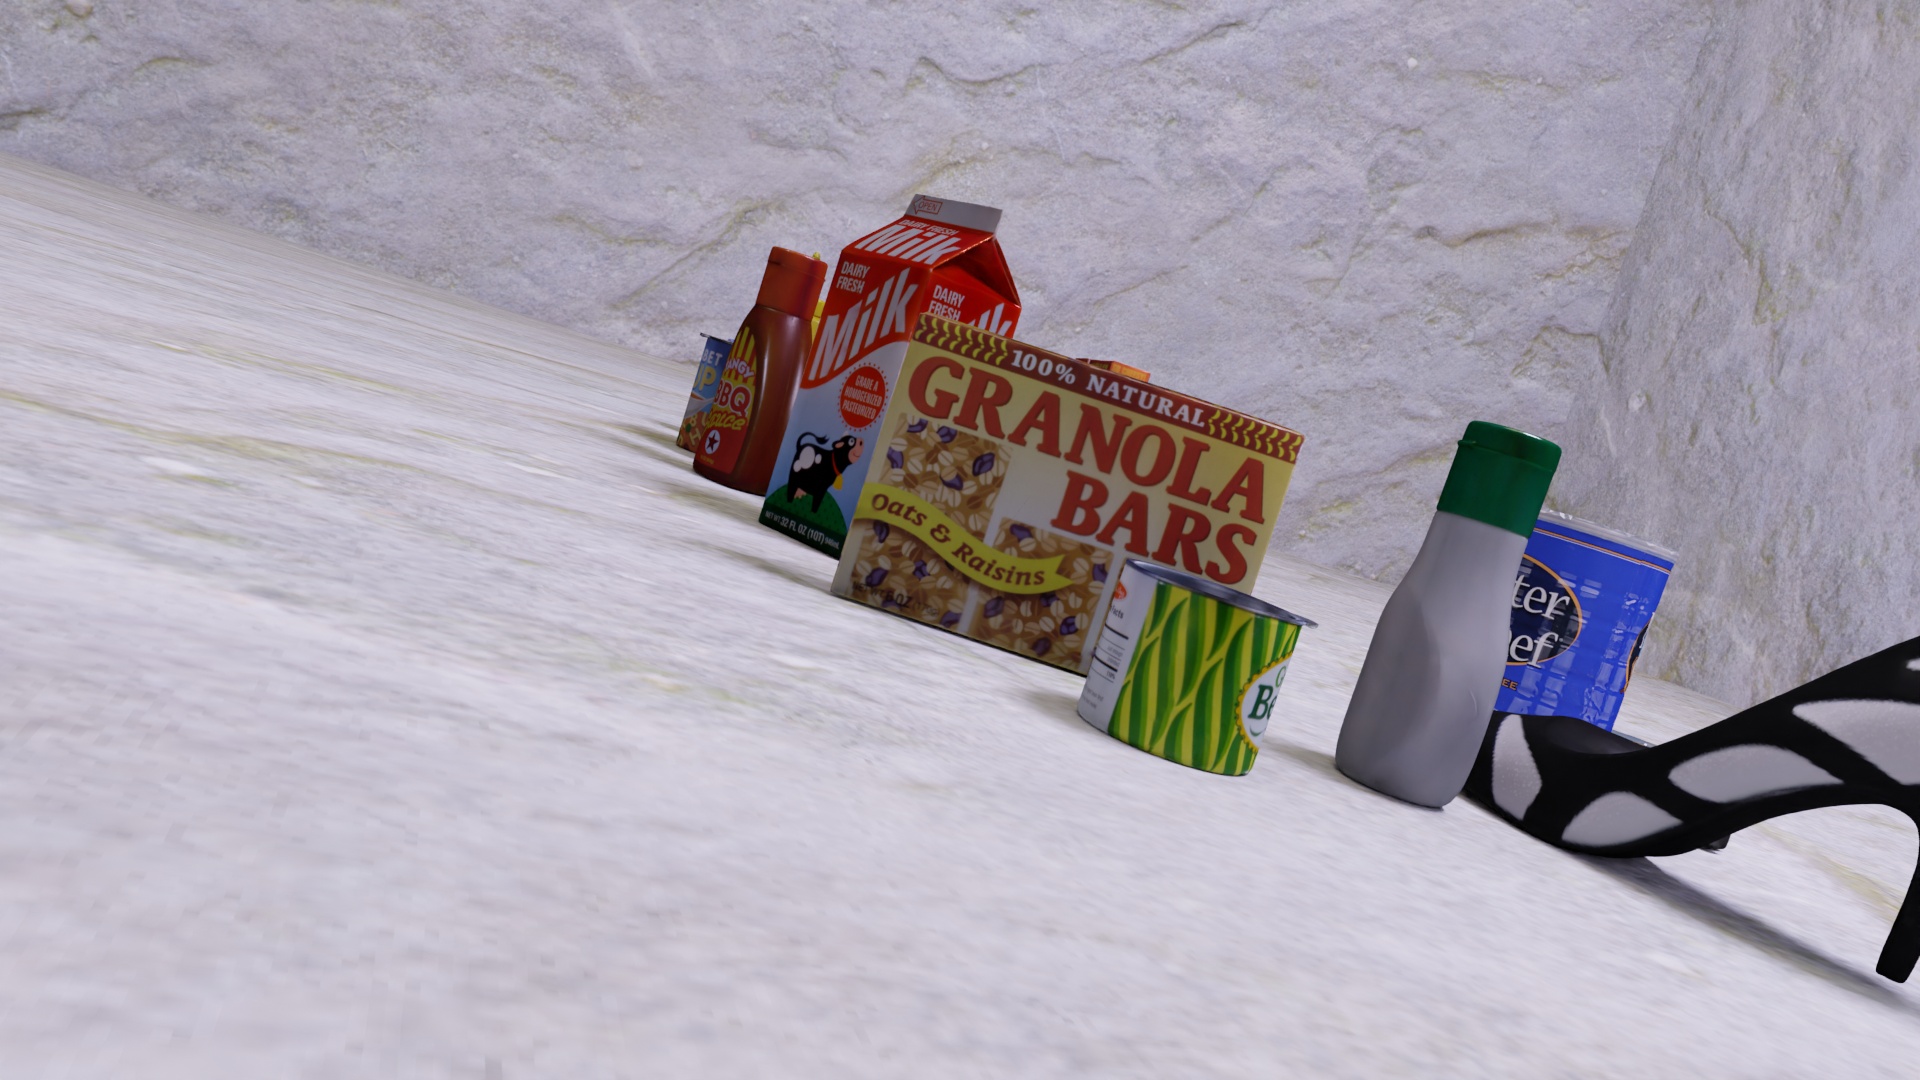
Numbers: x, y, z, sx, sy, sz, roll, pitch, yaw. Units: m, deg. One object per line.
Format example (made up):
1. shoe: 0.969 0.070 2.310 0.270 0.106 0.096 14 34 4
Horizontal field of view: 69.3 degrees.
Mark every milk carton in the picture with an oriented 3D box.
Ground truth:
1. milk carton: -0.031 -0.085 0.721 0.072 0.190 0.073 22 6 42

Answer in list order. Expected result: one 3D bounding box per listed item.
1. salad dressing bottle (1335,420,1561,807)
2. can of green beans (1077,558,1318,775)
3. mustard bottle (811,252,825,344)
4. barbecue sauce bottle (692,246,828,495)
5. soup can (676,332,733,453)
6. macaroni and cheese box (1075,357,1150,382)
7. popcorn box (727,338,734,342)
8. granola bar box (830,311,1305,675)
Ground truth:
1. salad dressing bottle: 0.192 0.028 0.543 0.044 0.147 0.064 17 5 -10
2. can of green beans: 0.081 0.044 0.492 0.071 0.057 0.071 18 5 -2
3. mustard bottle: -0.126 -0.123 0.953 0.065 0.160 0.049 17 5 -12
4. barbecue sauce bottle: -0.121 -0.106 0.860 0.044 0.148 0.065 14 6 -40
5. soup can: -0.166 -0.101 1.008 0.071 0.083 0.071 18 5 -2
6. macaroni and cheese box: 0.105 -0.076 1.218 0.040 0.166 0.124 17 5 -12
7. popcorn box: -0.135 -0.101 1.112 0.127 0.085 0.038 18 5 4
8. granola bar box: 0.044 -0.012 0.586 0.166 0.124 0.039 18 5 -1
